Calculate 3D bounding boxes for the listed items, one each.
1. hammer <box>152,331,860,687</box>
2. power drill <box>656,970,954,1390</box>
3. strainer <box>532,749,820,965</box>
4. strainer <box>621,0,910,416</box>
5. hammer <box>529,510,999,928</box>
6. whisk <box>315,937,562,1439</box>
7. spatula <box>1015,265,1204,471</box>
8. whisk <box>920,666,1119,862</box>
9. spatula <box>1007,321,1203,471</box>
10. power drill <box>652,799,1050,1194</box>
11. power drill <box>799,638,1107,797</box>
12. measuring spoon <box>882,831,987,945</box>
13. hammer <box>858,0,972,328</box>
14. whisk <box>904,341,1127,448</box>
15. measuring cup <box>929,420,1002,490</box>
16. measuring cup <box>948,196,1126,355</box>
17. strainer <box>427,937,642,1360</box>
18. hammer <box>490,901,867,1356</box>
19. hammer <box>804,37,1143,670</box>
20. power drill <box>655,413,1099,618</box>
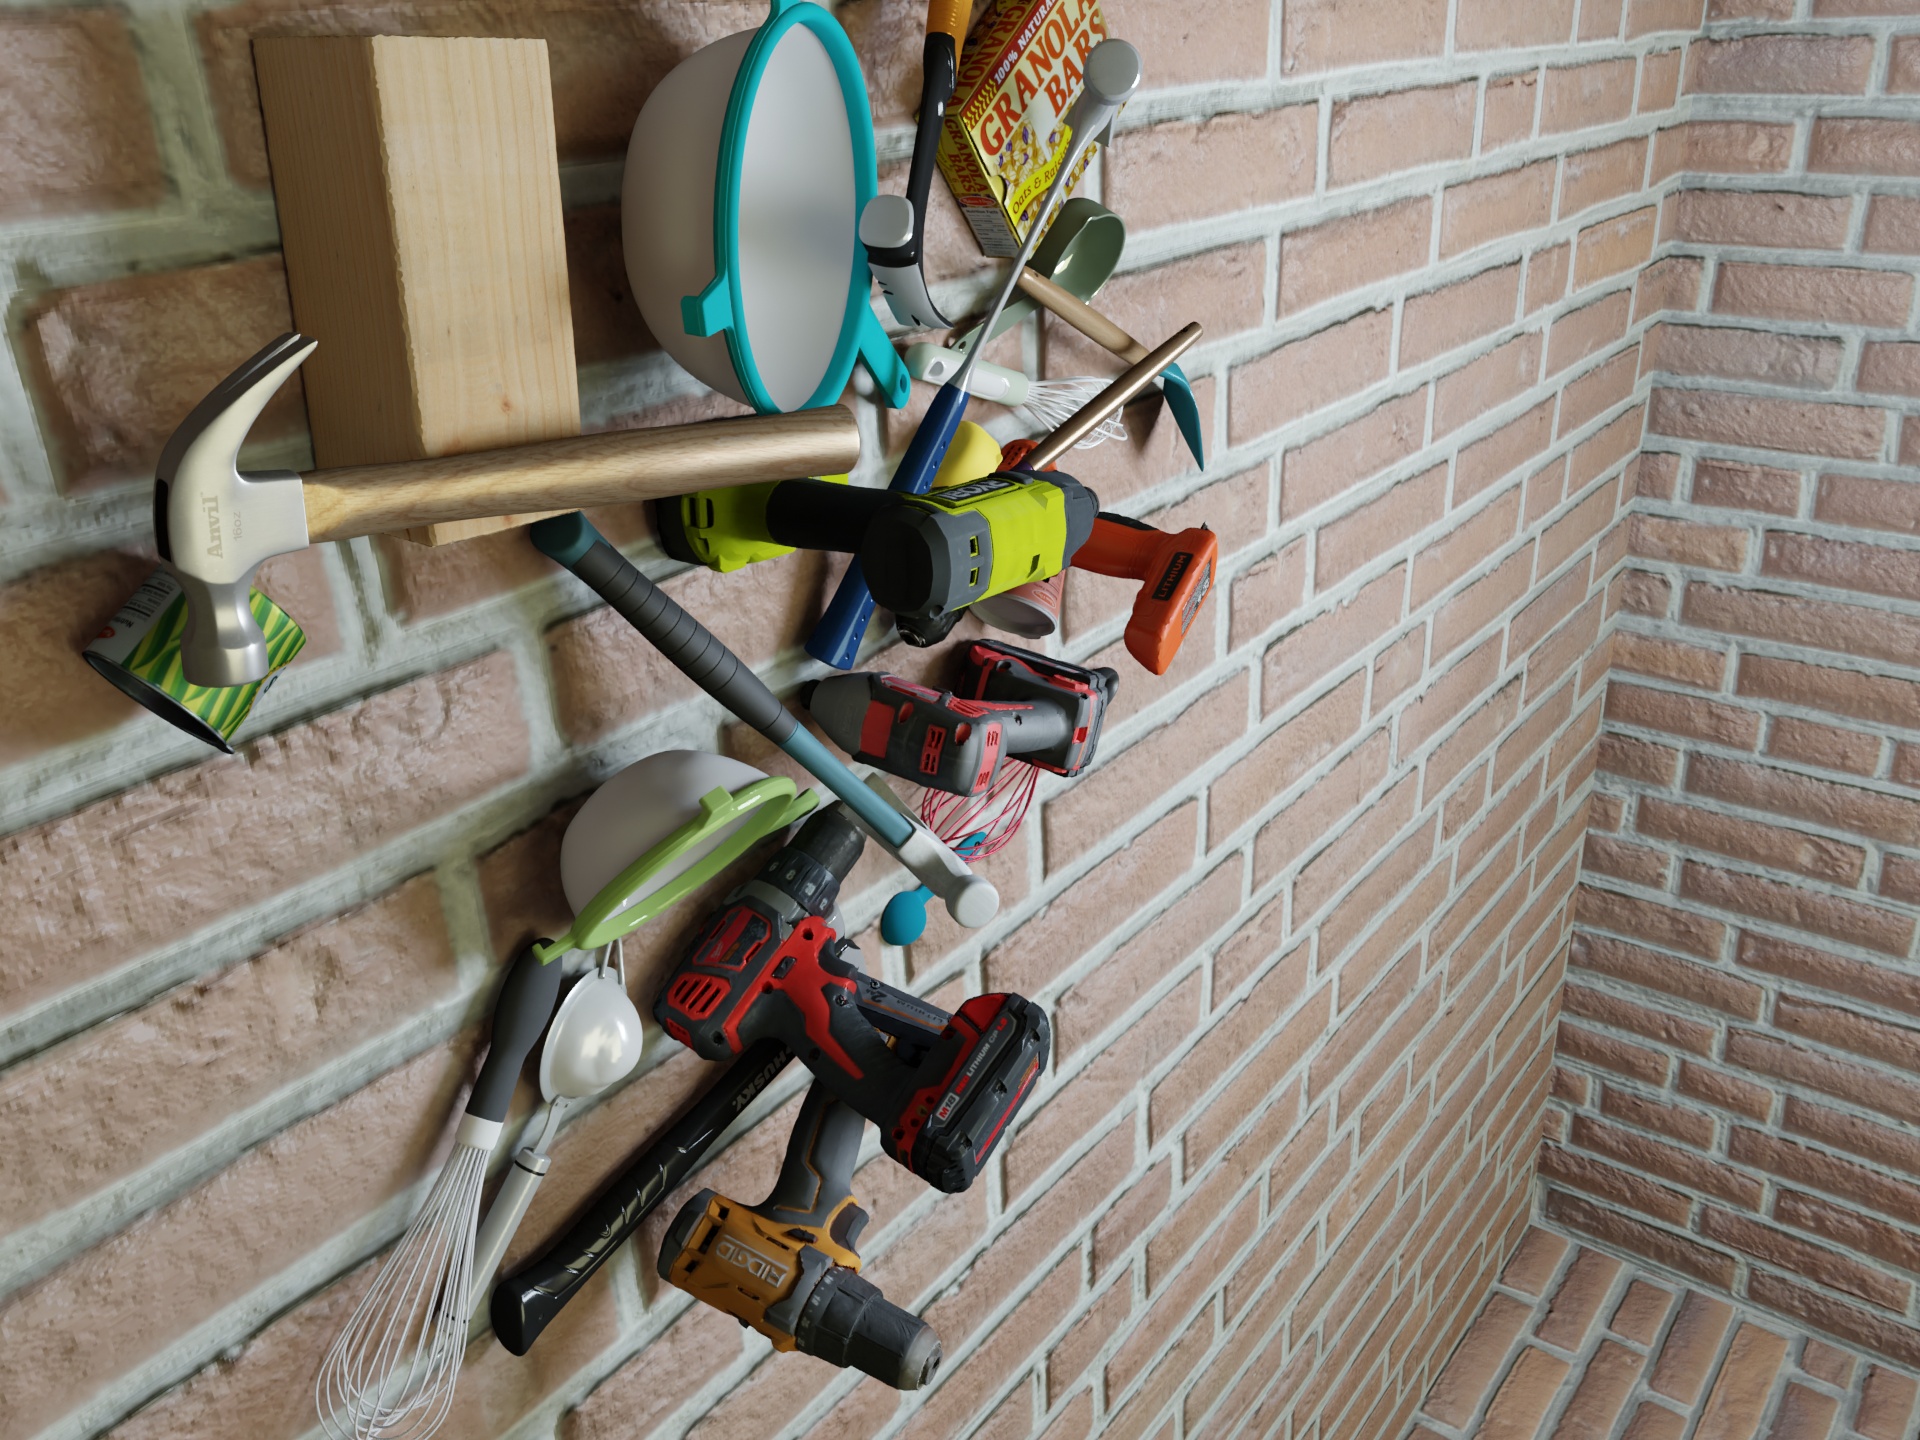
[{"bbox_3d":[-0.178,-0.110,0.700,0.331,0.031,0.130,-17,118,-41],"label":"hammer"},{"bbox_3d":[-0.059,0.293,1.009,0.226,0.185,0.084,-58,156,-27],"label":"power drill"},{"bbox_3d":[-0.154,0.052,0.943,0.151,0.069,0.256,-40,174,18],"label":"strainer"},{"bbox_3d":[-0.106,-0.249,0.888,0.340,0.095,0.211,42,57,-75],"label":"strainer"},{"bbox_3d":[-0.109,-0.003,0.899,0.033,0.128,0.330,-48,118,-3],"label":"hammer"},{"bbox_3d":[-0.276,0.255,0.868,0.070,0.070,0.285,34,70,-54],"label":"whisk"},{"bbox_3d":[0.116,-0.269,1.182,0.317,0.044,0.082,14,50,-56],"label":"spatula"},{"bbox_3d":[0.054,0.028,1.241,0.296,0.073,0.073,-41,134,-47],"label":"whisk"},{"bbox_3d":[0.062,-0.191,1.112,0.316,0.060,0.018,-41,134,-20],"label":"spatula"},{"bbox_3d":[-0.054,0.164,0.992,0.188,0.227,0.080,-53,160,-24],"label":"power drill"},{"bbox_3d":[-0.002,-0.003,1.083,0.219,0.143,0.078,-9,115,-60],"label":"power drill"},{"bbox_3d":[-0.012,0.126,1.211,0.128,0.021,0.042,-42,135,-36],"label":"measuring spoon"},{"bbox_3d":[-0.007,-0.405,0.946,0.127,0.034,0.337,51,47,-75],"label":"hammer"},{"bbox_3d":[0.044,-0.233,1.129,0.246,0.059,0.057,2,130,-52],"label":"whisk"},{"bbox_3d":[-0.015,-0.136,1.047,0.029,0.062,0.157,43,49,-36],"label":"measuring cup"},{"bbox_3d":[0.044,-0.306,1.113,0.167,0.038,0.083,-38,155,-17],"label":"measuring cup"},{"bbox_3d":[-0.242,0.249,0.924,0.258,0.050,0.086,-64,159,-9],"label":"strainer"},{"bbox_3d":[-0.171,0.272,1.034,0.335,0.035,0.146,-44,135,-36],"label":"hammer"},{"bbox_3d":[0.004,-0.219,1.000,0.405,0.035,0.144,-63,-176,10],"label":"hammer"},{"bbox_3d":[-0.046,-0.118,0.888,0.171,0.223,0.080,-25,123,-48],"label":"power drill"}]
